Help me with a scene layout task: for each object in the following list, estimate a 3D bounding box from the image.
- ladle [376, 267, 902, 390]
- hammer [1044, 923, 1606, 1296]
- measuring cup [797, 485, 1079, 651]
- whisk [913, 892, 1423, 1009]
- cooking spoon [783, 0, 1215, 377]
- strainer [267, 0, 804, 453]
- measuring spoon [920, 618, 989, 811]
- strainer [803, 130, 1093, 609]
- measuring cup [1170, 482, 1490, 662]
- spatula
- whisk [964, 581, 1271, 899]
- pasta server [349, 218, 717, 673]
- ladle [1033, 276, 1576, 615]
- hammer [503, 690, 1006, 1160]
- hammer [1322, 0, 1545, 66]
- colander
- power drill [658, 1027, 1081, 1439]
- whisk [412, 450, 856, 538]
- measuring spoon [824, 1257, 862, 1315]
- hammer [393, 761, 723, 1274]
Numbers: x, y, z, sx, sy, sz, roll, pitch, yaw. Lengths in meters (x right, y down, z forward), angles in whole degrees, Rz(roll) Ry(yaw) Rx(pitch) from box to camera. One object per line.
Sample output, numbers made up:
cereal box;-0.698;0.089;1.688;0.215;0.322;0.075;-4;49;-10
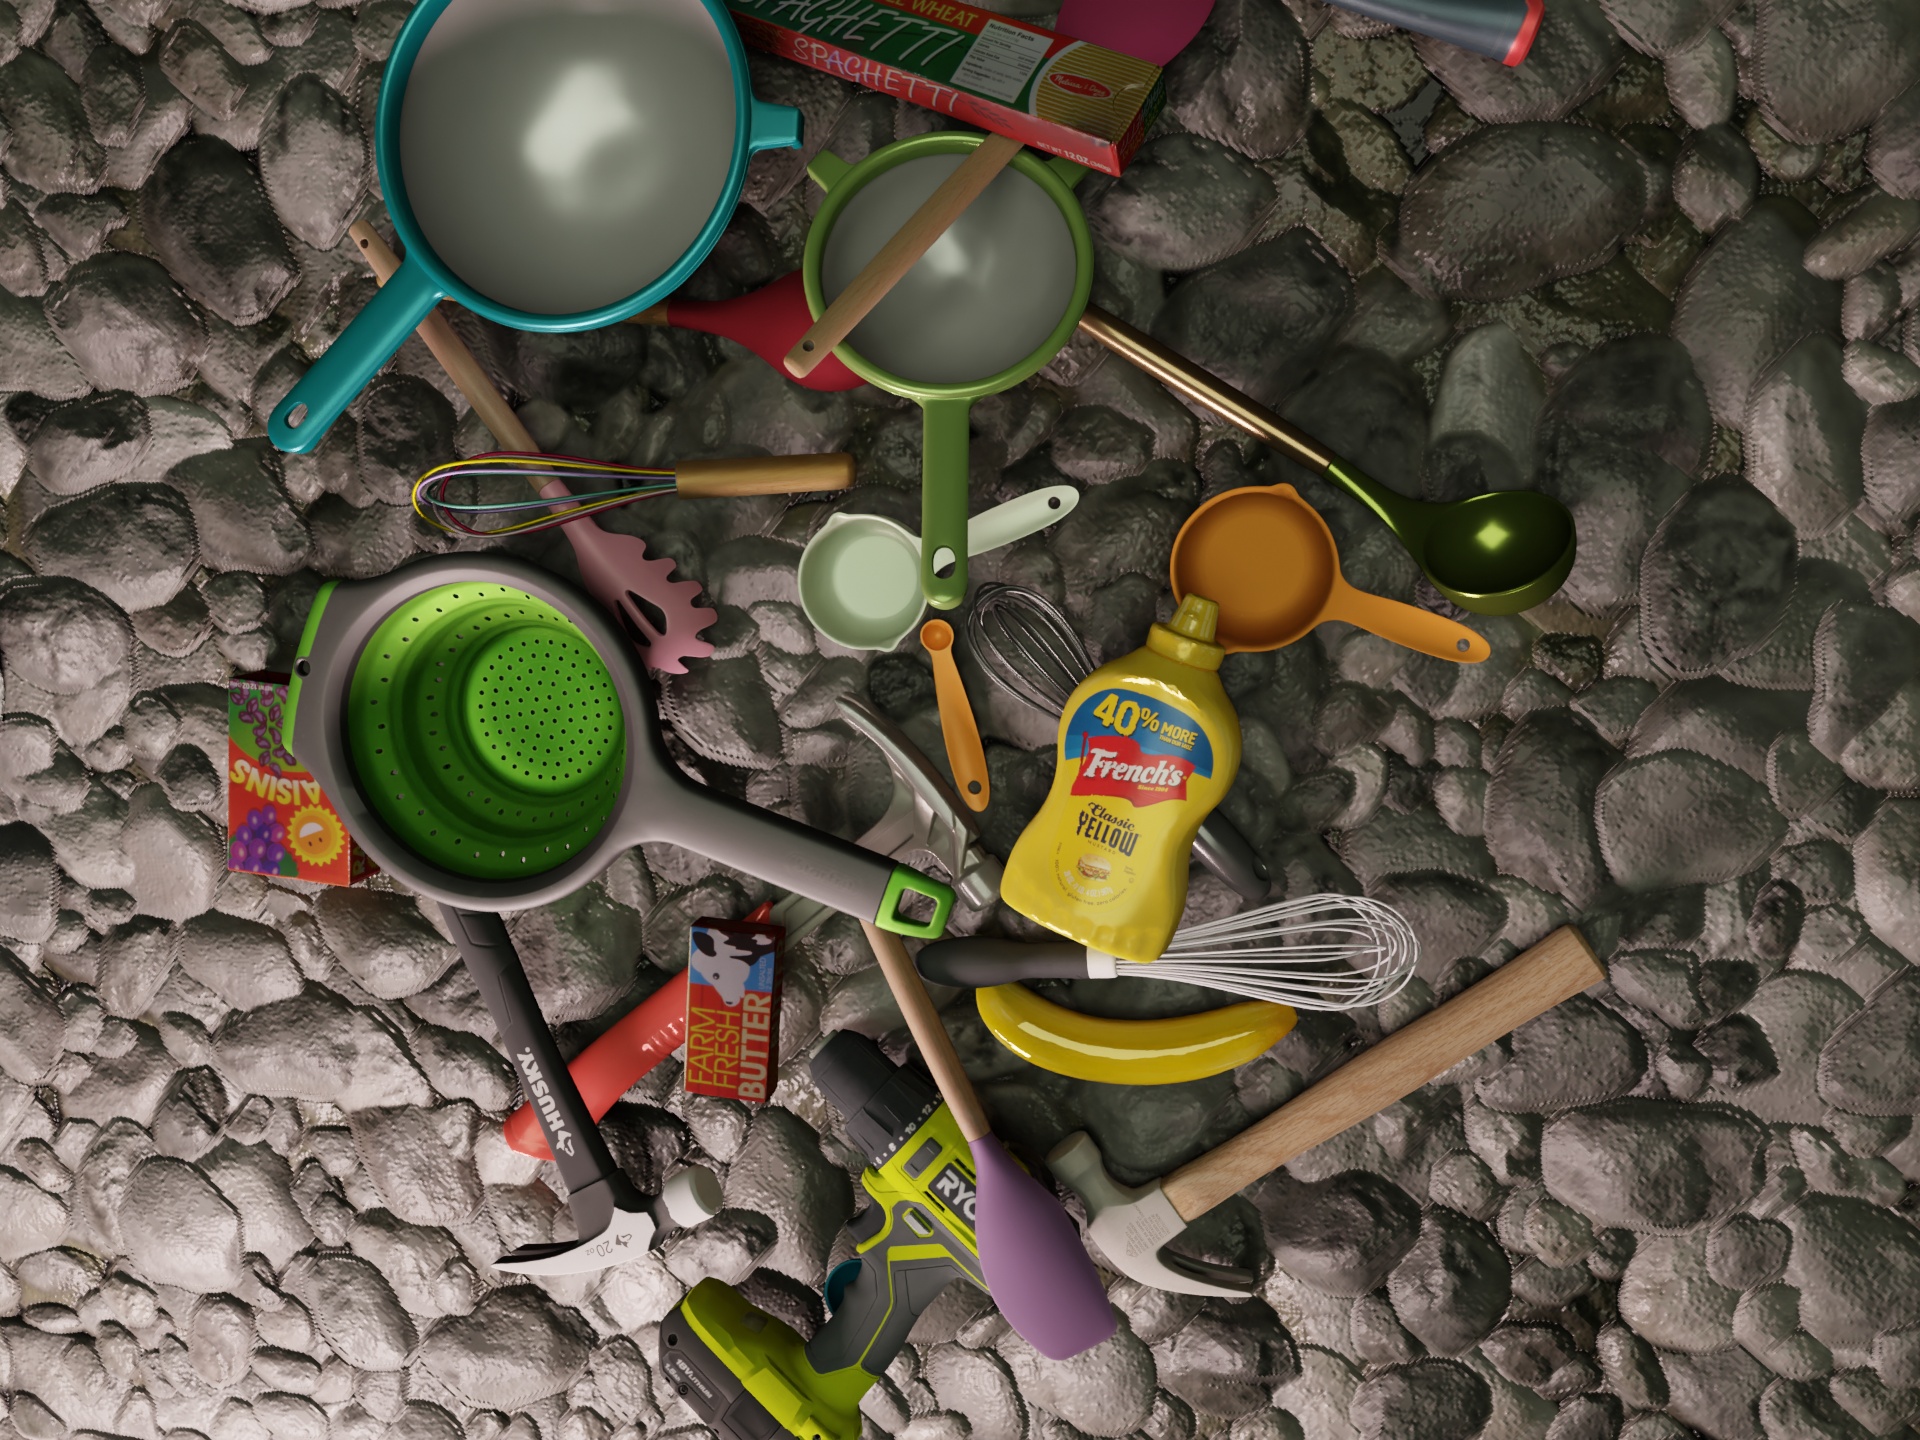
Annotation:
ladle;-0.189;-0.237;0.910;0.315;0.031;0.069;9;100;10
hammer;0.217;0.221;0.912;0.331;0.031;0.130;-35;92;14
measuring cup;-0.010;-0.096;0.896;0.167;0.038;0.083;-21;95;11
whisk;0.112;0.133;0.892;0.284;0.070;0.070;-4;99;11
cooking spoon;0.020;-0.294;0.816;0.069;0.017;0.319;41;84;6
strainer;-0.244;-0.266;0.874;0.340;0.095;0.211;-43;84;12
measuring spoon;-0.001;-0.003;0.925;0.021;0.011;0.117;-12;101;12
strainer;-0.005;-0.179;0.840;0.151;0.069;0.256;0;80;4
measuring cup;0.198;-0.069;0.856;0.173;0.052;0.095;21;103;4
spatula;-0.003;0.213;0.900;0.060;0.018;0.316;-26;86;3
whisk;0.090;0.014;0.892;0.055;0.055;0.239;-43;94;14
pasta server;-0.252;-0.158;0.926;0.060;0.040;0.316;-36;92;14
ladle;0.177;-0.156;0.843;0.320;0.062;0.078;33;67;7
hammer;-0.148;0.145;0.962;0.359;0.037;0.149;-39;91;13
hammer;0.100;-0.395;0.802;0.386;0.038;0.143;20;73;3
colander;-0.185;0.030;0.917;0.397;0.094;0.204;21;103;6
power drill;-0.069;0.316;0.942;0.190;0.080;0.228;43;91;6
whisk;-0.181;-0.131;0.894;0.245;0.051;0.047;-5;110;-7
measuring spoon;-0.024;0.334;0.985;0.128;0.021;0.042;-26;85;4
hammer;-0.275;0.173;0.962;0.146;0.035;0.335;-29;83;16
